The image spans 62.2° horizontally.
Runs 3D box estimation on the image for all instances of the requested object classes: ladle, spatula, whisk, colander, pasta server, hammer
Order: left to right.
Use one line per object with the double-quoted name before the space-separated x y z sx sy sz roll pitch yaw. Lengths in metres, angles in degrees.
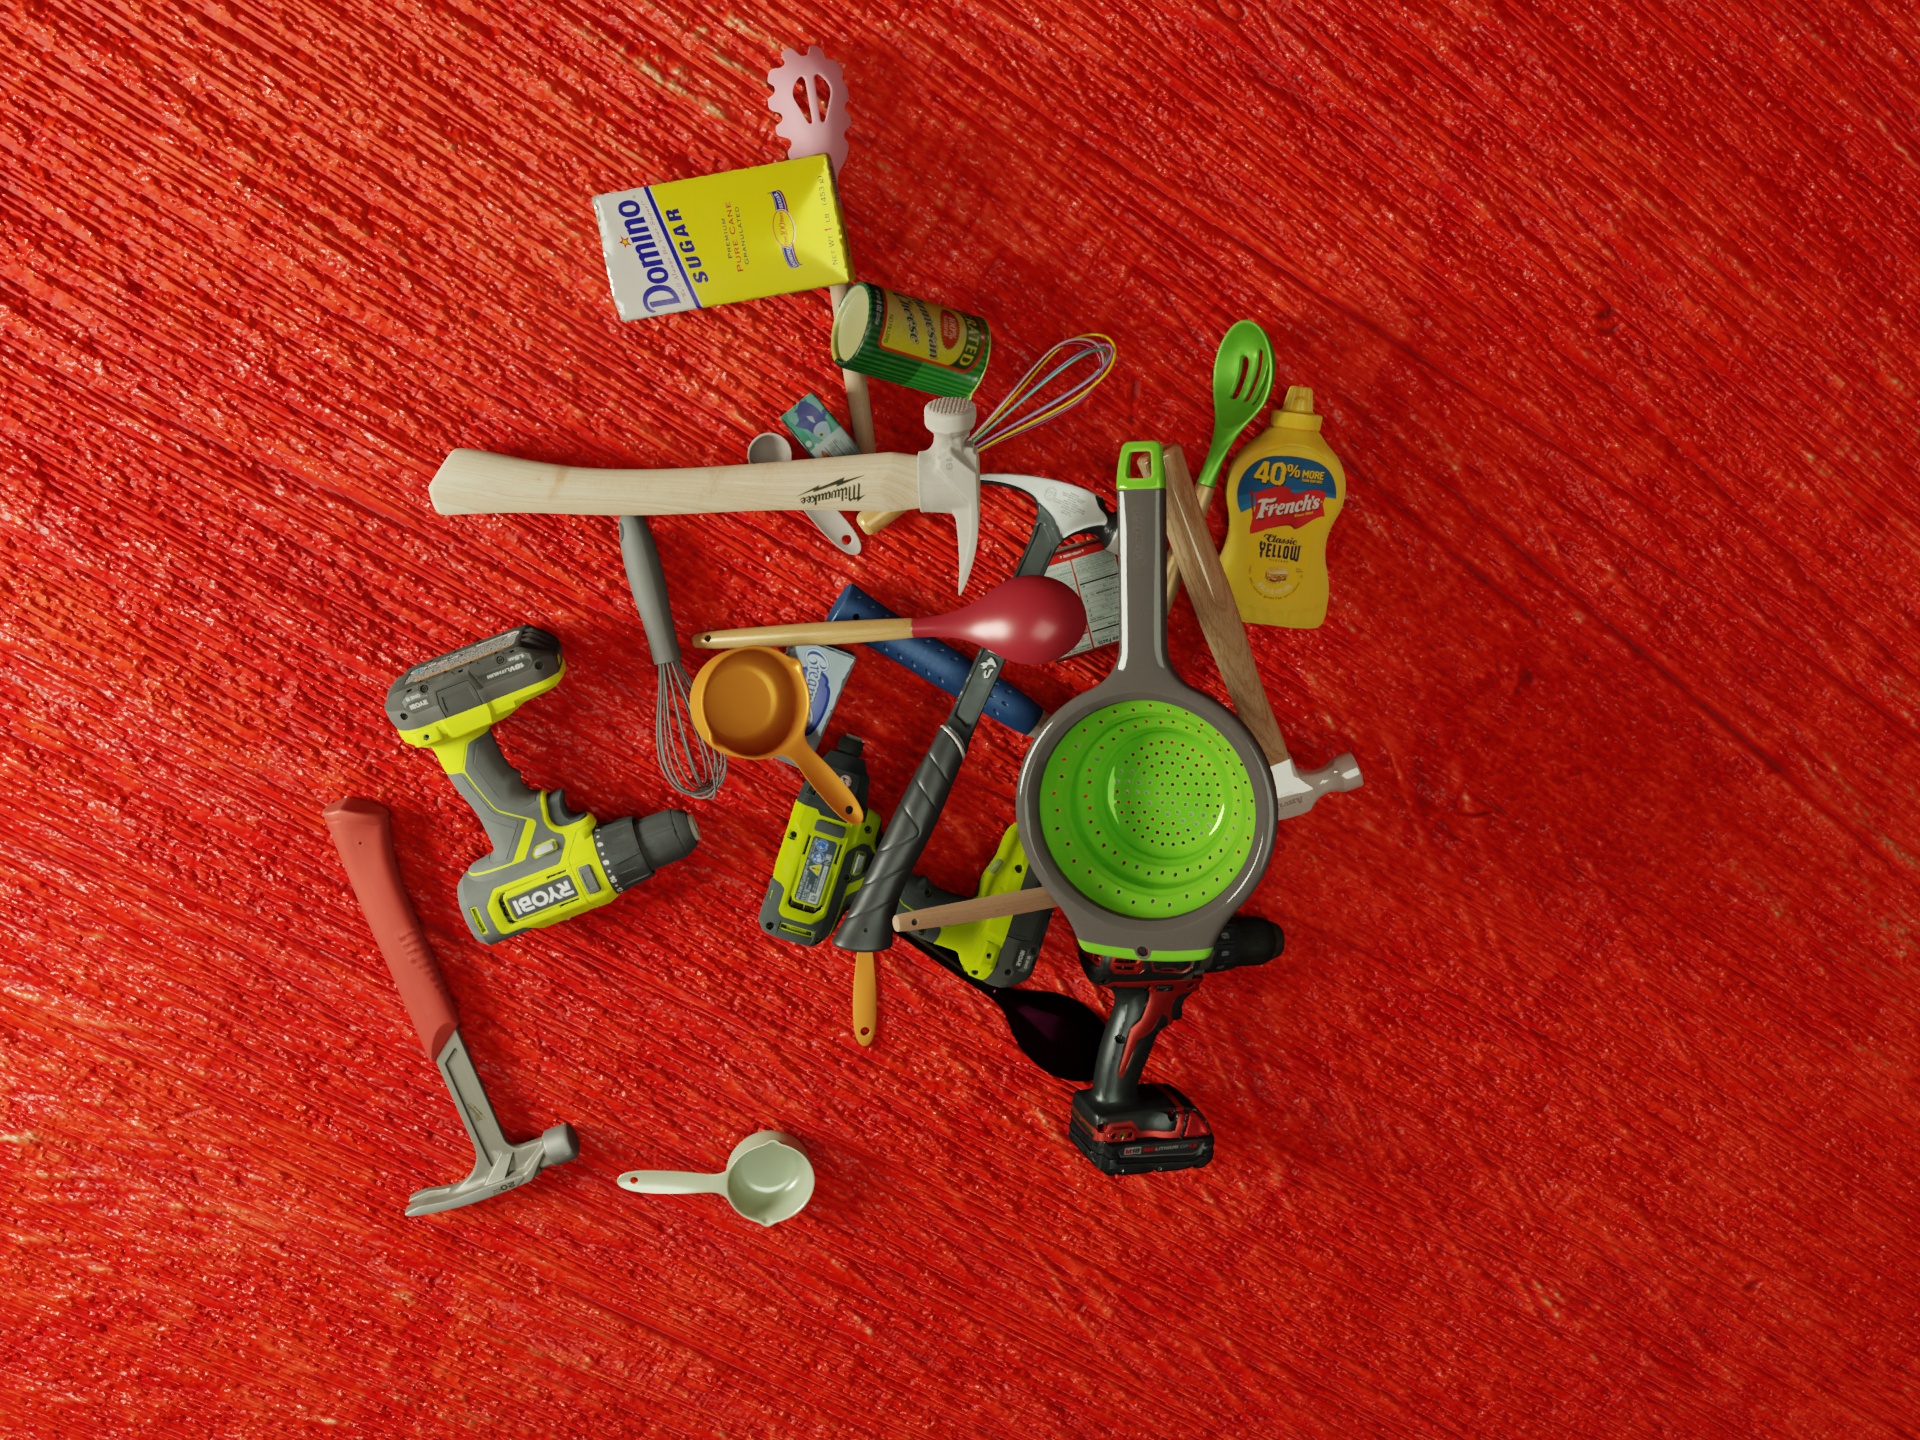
"hammer" -0.442 0.232 1.294 0.149 0.037 0.359 -19 107 -4
"whisk" -0.231 -0.049 1.255 0.055 0.055 0.239 -14 101 -6
"hammer" -0.190 -0.164 1.190 0.410 0.038 0.146 0 121 5
"pasta server" -0.094 -0.344 1.210 0.060 0.040 0.316 -11 110 -7
"ladle" -0.060 -0.071 1.229 0.315 0.031 0.069 -3 81 15
"hammer" -0.002 -0.004 1.251 0.149 0.036 0.409 25 89 -5
"whisk" 0.020 -0.226 1.254 0.245 0.051 0.047 -35 86 5
"hammer" 0.074 0.001 1.320 0.405 0.035 0.144 31 98 -15
"spatula" 0.090 0.137 1.286 0.315 0.018 0.060 -7 91 -26
"colander" 0.152 -0.016 1.244 0.204 0.094 0.397 1 97 20
"hammer" 0.211 -0.064 1.273 0.130 0.031 0.331 -22 110 6

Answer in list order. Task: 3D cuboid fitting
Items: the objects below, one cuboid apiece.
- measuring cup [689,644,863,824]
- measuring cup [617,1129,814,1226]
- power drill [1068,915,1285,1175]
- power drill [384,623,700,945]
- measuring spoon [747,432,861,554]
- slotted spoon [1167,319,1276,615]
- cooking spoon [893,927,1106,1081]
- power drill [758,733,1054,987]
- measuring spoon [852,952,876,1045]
"measuring cup" -0.141 0.017 1.247 0.095 0.052 0.173 -46 110 -18
"measuring cup" -0.210 0.391 1.374 0.167 0.038 0.083 3 104 -8
"power drill" 0.187 0.271 1.386 0.187 0.080 0.226 1 101 -21
"power drill" -0.327 0.047 1.246 0.190 0.080 0.228 -21 109 -3
"measuring spoon" -0.121 -0.178 1.255 0.034 0.018 0.124 -41 114 3
"slotted spoon" 0.188 -0.167 1.287 0.031 0.070 0.313 9 107 -35
"cooking spoon" 0.007 0.218 1.374 0.318 0.017 0.069 37 93 -16
"power drill" -0.036 0.119 1.305 0.223 0.080 0.171 18 89 -13
"measuring spoon" -0.082 0.227 1.365 0.021 0.011 0.117 -1 105 -9
